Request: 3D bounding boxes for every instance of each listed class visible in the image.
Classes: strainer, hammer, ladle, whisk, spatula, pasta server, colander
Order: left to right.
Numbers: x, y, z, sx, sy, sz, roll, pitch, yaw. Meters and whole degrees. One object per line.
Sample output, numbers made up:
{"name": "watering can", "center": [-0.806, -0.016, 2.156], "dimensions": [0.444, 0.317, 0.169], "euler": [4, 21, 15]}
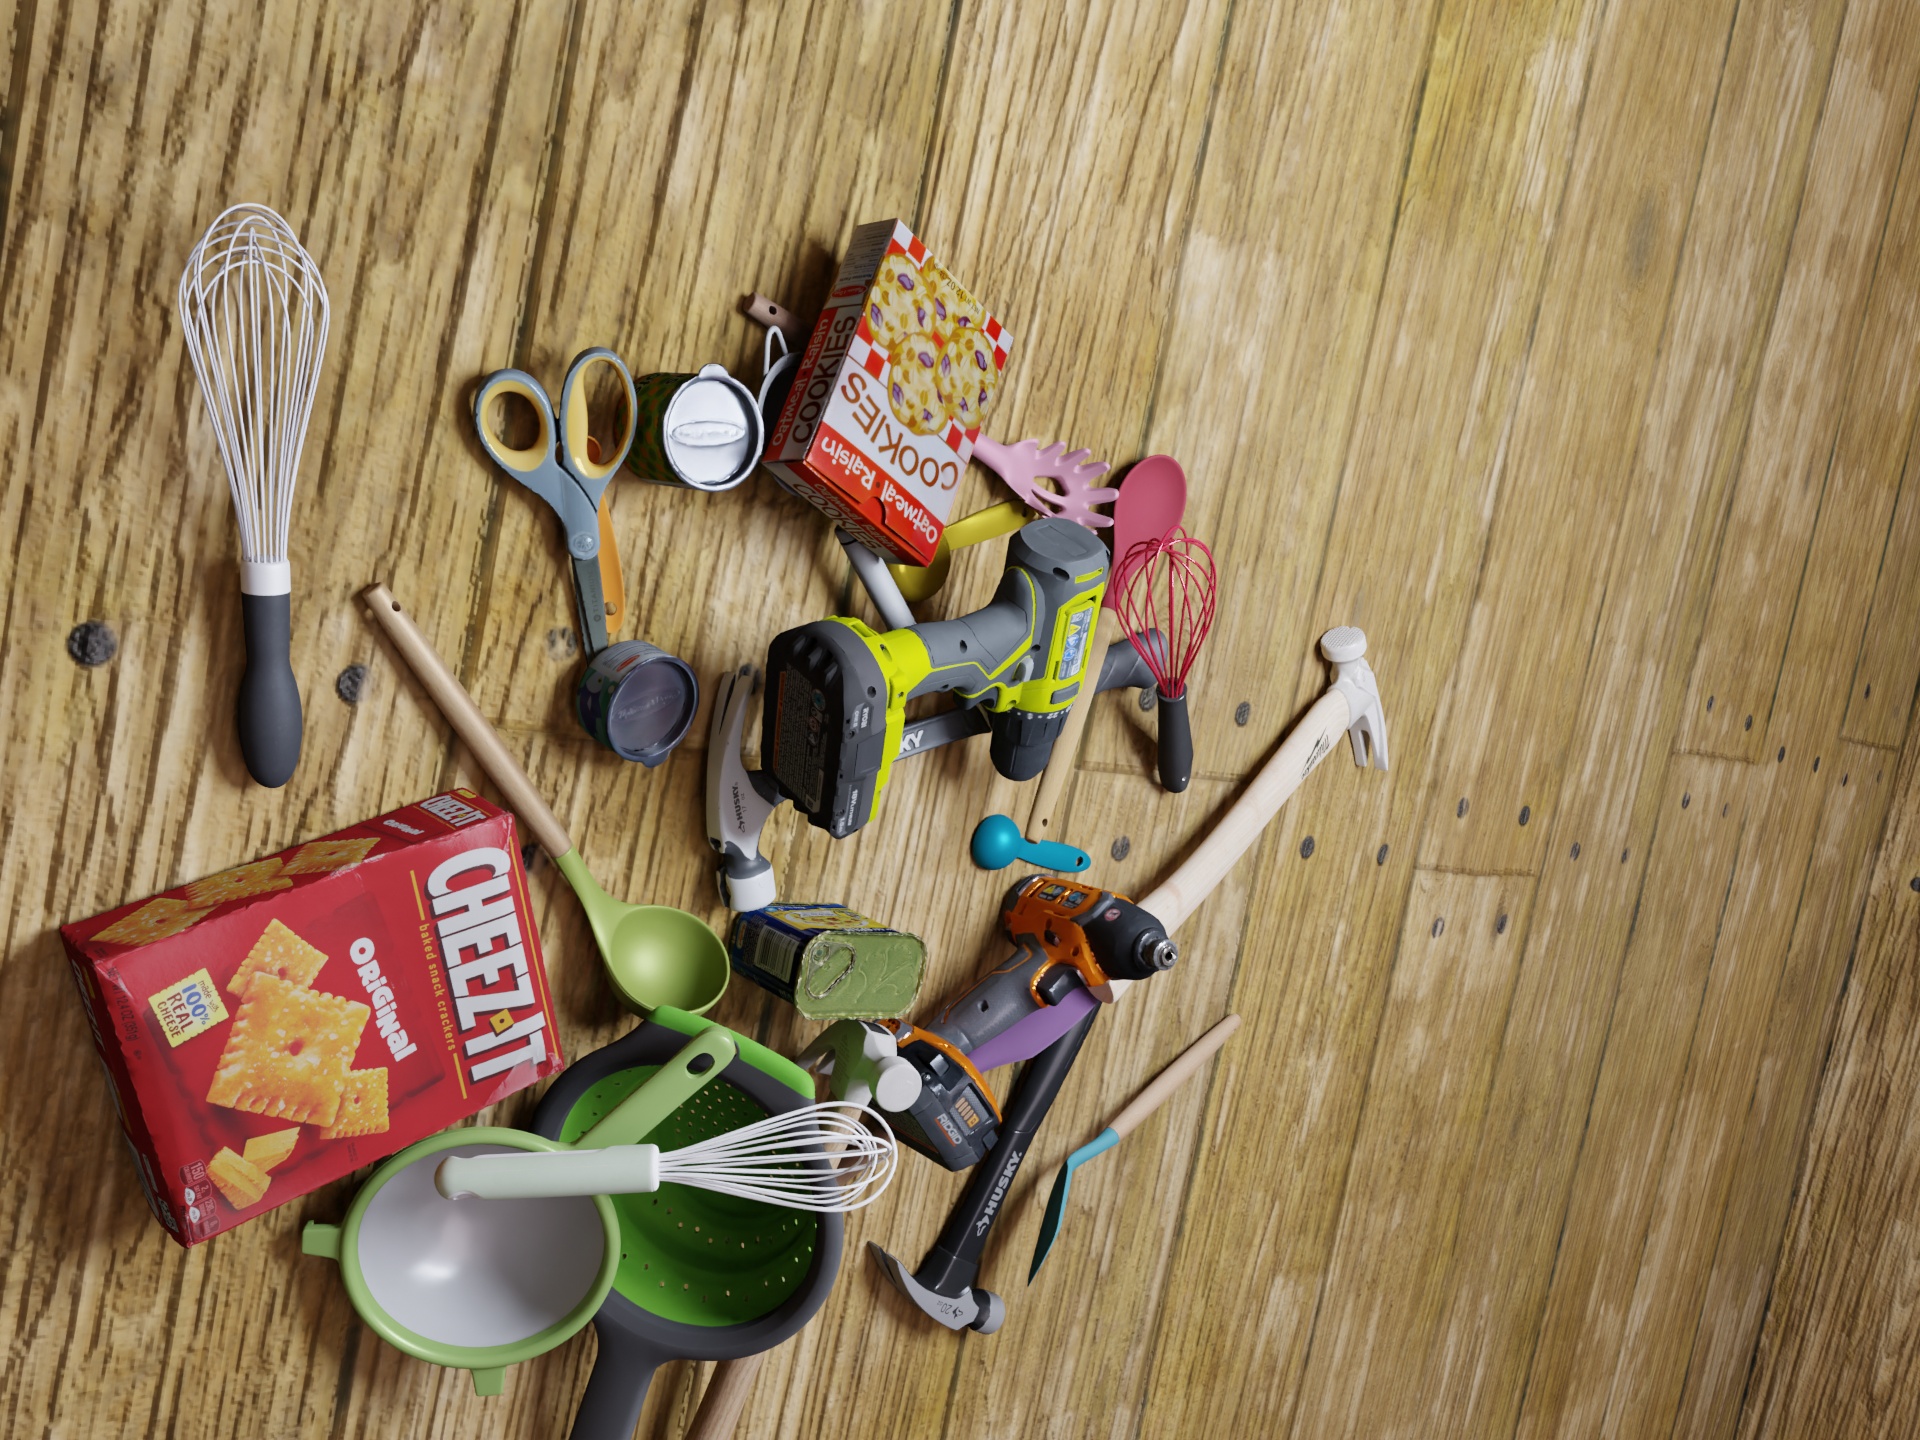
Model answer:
{"name": "whisk", "center": [-0.337, -0.102, 0.772], "dimensions": [0.070, 0.070, 0.284], "euler": [-9, 112, -40]}
{"name": "ladle", "center": [-0.231, 0.052, 0.902], "dimensions": [0.319, 0.062, 0.078], "euler": [62, 28, -29]}
{"name": "strainer", "center": [-0.230, 0.251, 0.906], "dimensions": [0.256, 0.069, 0.151], "euler": [-41, 108, 1]}
{"name": "whisk", "center": [-0.157, 0.240, 0.858], "dimensions": [0.246, 0.057, 0.059], "euler": [-1, 65, -6]}
{"name": "colander", "center": [-0.180, 0.346, 0.993], "dimensions": [0.094, 0.204, 0.397], "euler": [-37, 149, -70]}
{"name": "hammer", "center": [-0.118, 0.350, 1.039], "dimensions": [0.031, 0.130, 0.331], "euler": [21, 93, -25]}
{"name": "strainer", "center": [-0.075, -0.124, 0.989], "dimensions": [0.087, 0.050, 0.258], "euler": [-56, 128, -41]}
{"name": "spatula", "center": [-0.021, 0.271, 1.156], "dimensions": [0.316, 0.060, 0.018], "euler": [-35, 164, -25]}
{"name": "pasta server", "center": [-0.011, -0.199, 1.041], "dimensions": [0.316, 0.040, 0.060], "euler": [25, 71, -40]}
{"name": "hammer", "center": [-0.002, -0.004, 1.103], "dimensions": [0.409, 0.036, 0.149], "euler": [-20, 112, -37]}
{"name": "hammer", "center": [0.049, 0.300, 1.223], "dimensions": [0.146, 0.035, 0.335], "euler": [37, 76, -41]}
{"name": "ladle", "center": [0.100, -0.055, 1.145], "dimensions": [0.069, 0.031, 0.315], "euler": [36, 64, -37]}
{"name": "spatula", "center": [0.146, 0.331, 1.294], "dimensions": [0.317, 0.044, 0.082], "euler": [-32, 151, -40]}
{"name": "whisk", "center": [0.154, -0.034, 1.169], "dimensions": [0.073, 0.073, 0.295], "euler": [-46, 149, -23]}
{"name": "hammer", "center": [0.234, 0.092, 1.308], "dimensions": [0.411, 0.038, 0.146], "euler": [-43, 127, -32]}

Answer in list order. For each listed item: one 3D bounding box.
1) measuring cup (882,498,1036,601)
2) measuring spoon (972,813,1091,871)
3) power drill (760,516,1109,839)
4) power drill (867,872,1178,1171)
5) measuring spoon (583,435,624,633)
{"name": "measuring cup", "center": [0.005, -0.123, 1.080], "dimensions": [0.156, 0.029, 0.062], "euler": [-26, 117, -35]}
{"name": "measuring spoon", "center": [0.061, 0.100, 1.191], "dimensions": [0.128, 0.021, 0.042], "euler": [16, 90, -43]}
{"name": "power drill", "center": [-0.010, -0.013, 1.001], "dimensions": [0.228, 0.080, 0.190], "euler": [-23, 138, -35]}
{"name": "power drill", "center": [0.041, 0.200, 1.103], "dimensions": [0.226, 0.164, 0.084], "euler": [-41, 114, -23]}
{"name": "measuring spoon", "center": [-0.208, -0.106, 0.911], "dimensions": [0.021, 0.011, 0.116], "euler": [-9, 112, -12]}
